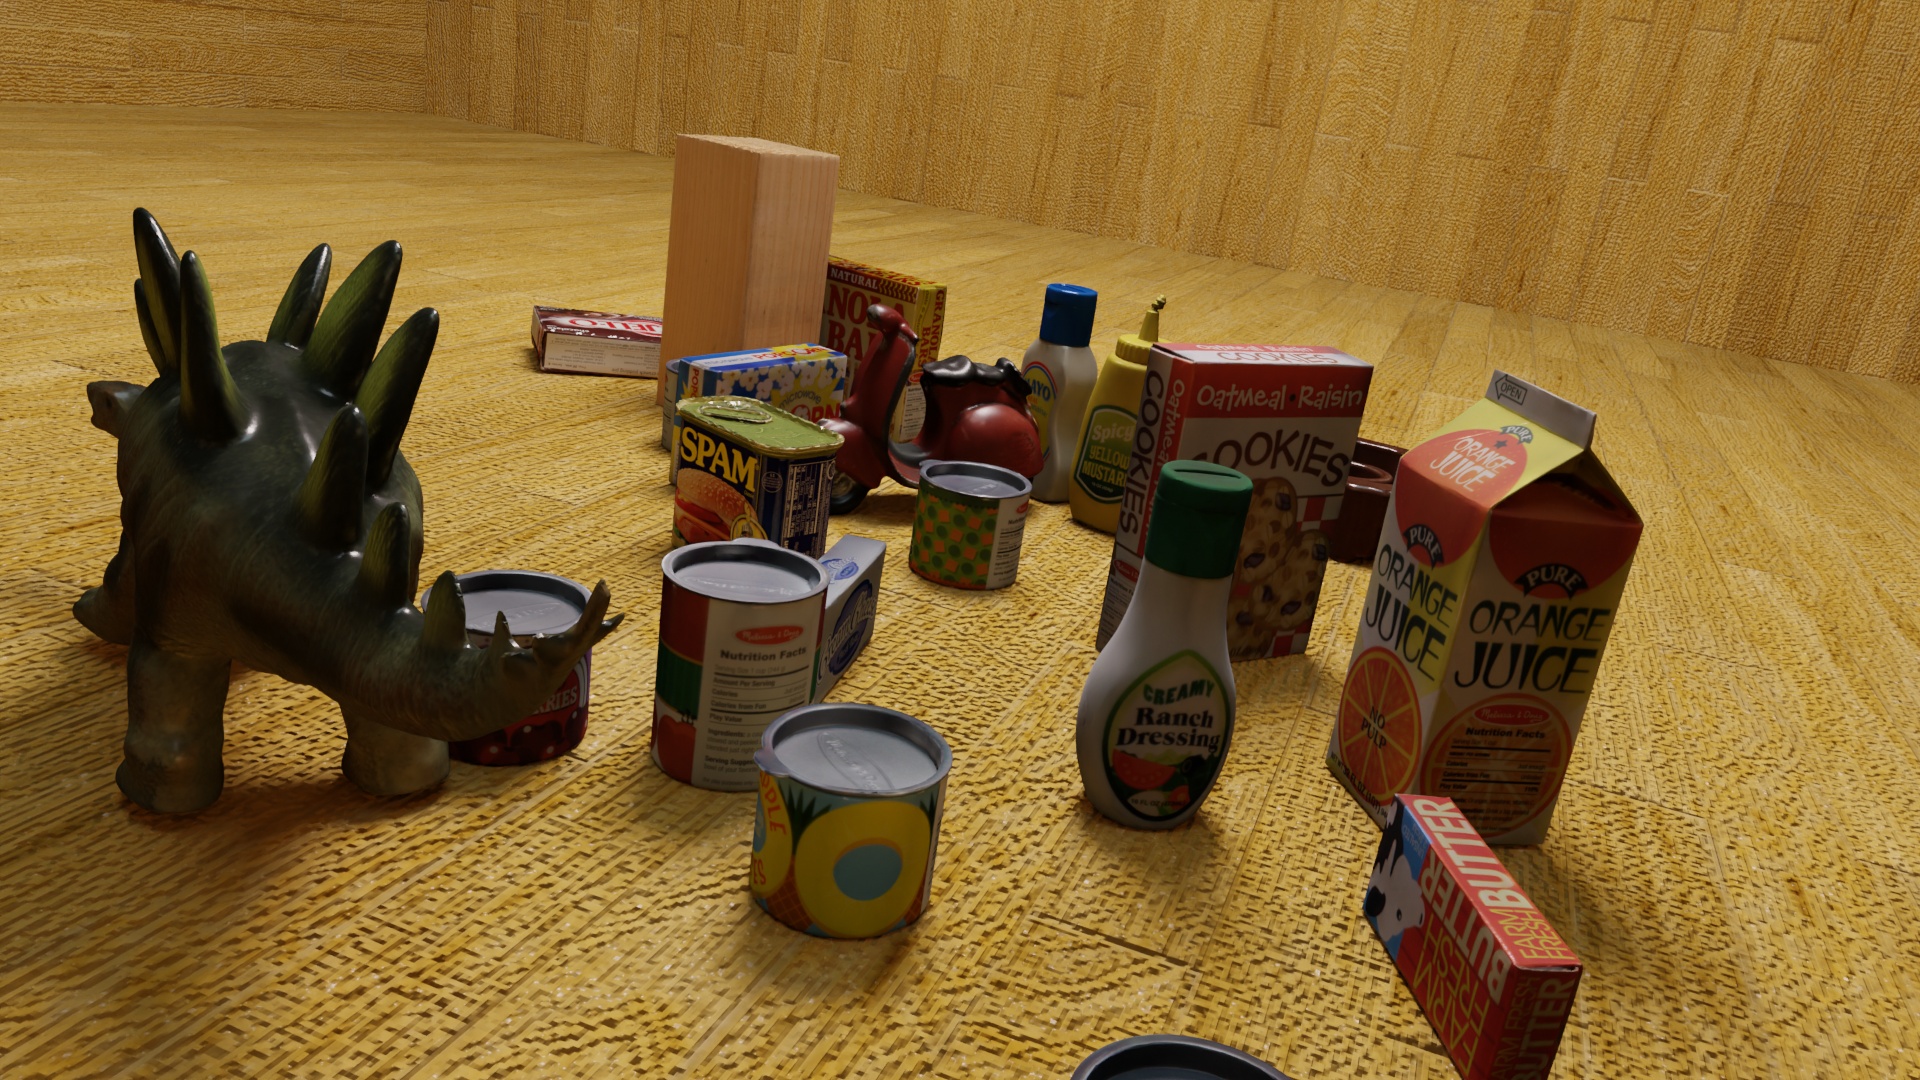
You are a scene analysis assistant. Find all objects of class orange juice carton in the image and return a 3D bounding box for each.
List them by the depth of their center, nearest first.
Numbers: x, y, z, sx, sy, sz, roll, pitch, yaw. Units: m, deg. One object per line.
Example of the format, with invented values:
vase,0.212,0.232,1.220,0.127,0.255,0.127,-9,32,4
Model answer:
orange juice carton,0.222,0.029,0.590,0.073,0.192,0.072,4,19,-13

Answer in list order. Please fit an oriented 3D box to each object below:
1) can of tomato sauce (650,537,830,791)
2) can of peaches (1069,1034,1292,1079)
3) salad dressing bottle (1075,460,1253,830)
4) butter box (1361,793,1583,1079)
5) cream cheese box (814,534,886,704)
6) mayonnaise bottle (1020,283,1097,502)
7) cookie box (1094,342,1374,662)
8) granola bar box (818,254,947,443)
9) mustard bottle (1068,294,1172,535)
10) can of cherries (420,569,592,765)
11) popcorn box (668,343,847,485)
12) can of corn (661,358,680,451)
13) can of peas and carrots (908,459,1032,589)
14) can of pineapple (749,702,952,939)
can of tomato sauce,-0.091,0.049,0.566,0.071,0.082,0.071,8,19,-2
can of peaches,0.054,0.165,0.331,0.071,0.057,0.071,8,19,-2
salad dressing bottle,0.085,0.042,0.560,0.064,0.147,0.044,5,19,-11
butter box,0.171,0.135,0.474,0.024,0.053,0.104,6,19,-7
cream cheese box,-0.063,0.038,0.657,0.024,0.053,0.104,12,19,10
mayonnaise bottle,0.066,-0.105,0.979,0.041,0.147,0.065,-6,23,-36
cookie box,0.143,-0.018,0.731,0.123,0.166,0.040,-3,22,-31
granola bar box,-0.089,-0.158,1.104,0.166,0.123,0.039,22,23,36
mustard bottle,0.114,-0.084,0.920,0.065,0.159,0.049,19,21,29
can of cherries,-0.181,0.051,0.559,0.071,0.058,0.072,8,19,-2
popcorn box,-0.133,-0.082,0.926,0.038,0.085,0.127,20,22,32
can of corn,-0.174,-0.093,0.980,0.071,0.058,0.071,8,19,-2
can of peas and carrots,0.003,-0.010,0.815,0.071,0.058,0.071,8,19,-2
can of pineapple,-0.041,0.097,0.487,0.071,0.057,0.071,8,19,-2
